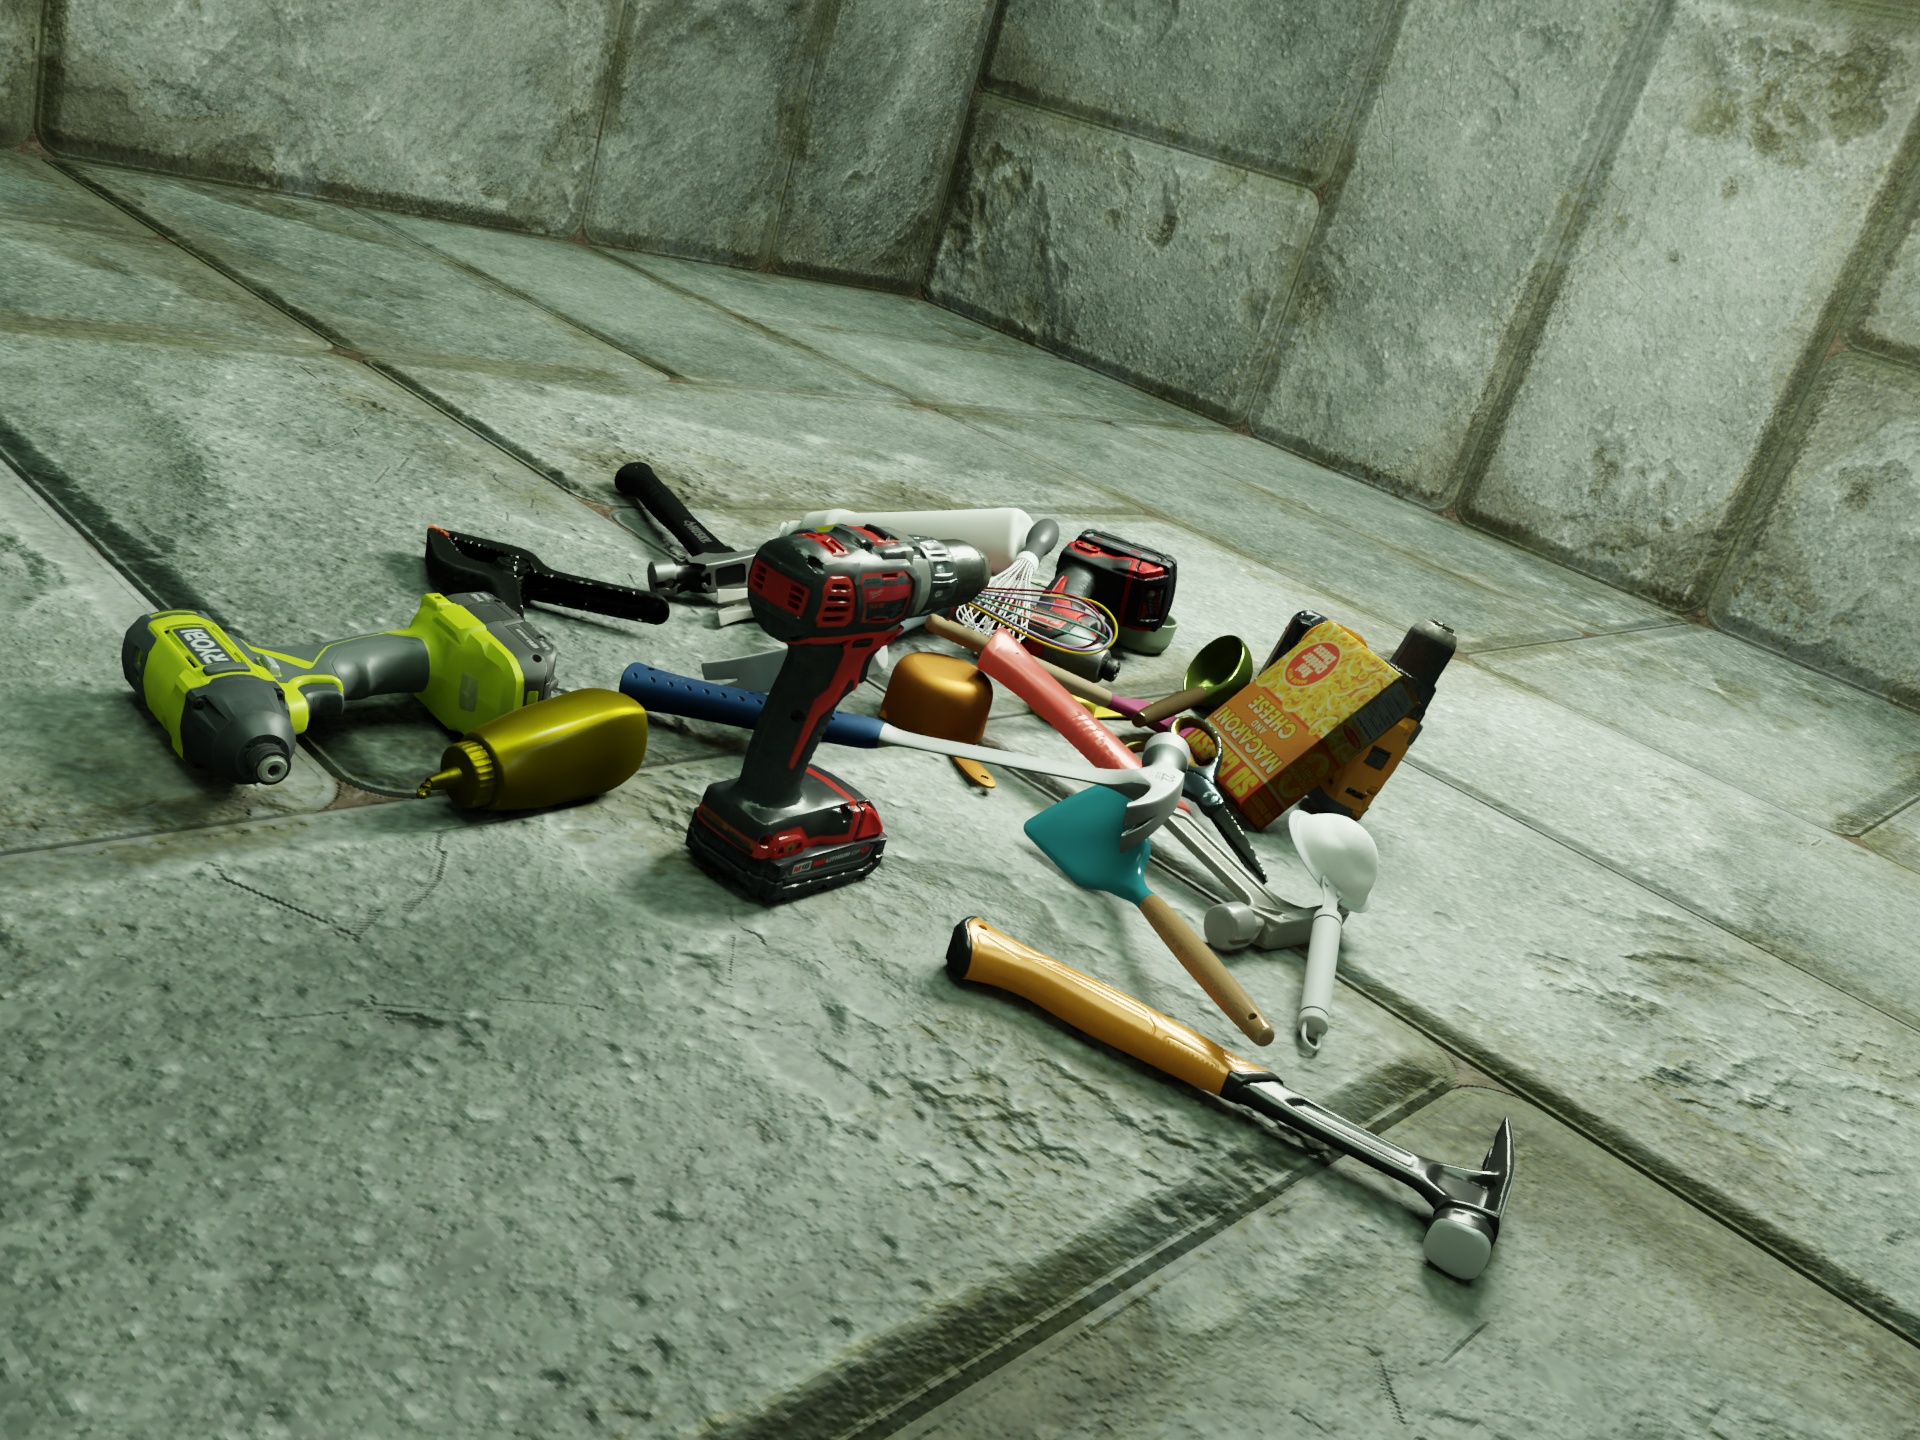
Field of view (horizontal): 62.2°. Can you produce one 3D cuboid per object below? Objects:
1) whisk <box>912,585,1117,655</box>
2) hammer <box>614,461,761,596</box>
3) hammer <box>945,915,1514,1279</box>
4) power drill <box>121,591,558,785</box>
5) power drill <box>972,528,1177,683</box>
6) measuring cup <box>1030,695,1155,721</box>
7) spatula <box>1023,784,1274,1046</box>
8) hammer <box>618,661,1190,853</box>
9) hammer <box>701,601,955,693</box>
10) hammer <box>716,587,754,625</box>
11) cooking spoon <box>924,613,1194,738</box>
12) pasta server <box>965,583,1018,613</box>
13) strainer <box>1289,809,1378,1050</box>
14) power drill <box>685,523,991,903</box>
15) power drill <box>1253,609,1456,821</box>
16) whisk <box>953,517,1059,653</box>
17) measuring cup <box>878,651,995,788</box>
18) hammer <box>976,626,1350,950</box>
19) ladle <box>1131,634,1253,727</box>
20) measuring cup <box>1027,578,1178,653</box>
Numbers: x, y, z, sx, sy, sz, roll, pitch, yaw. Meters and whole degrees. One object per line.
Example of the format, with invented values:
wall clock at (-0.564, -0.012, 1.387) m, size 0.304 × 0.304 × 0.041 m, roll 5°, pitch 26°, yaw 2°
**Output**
whisk at (0.014, -0.105, 1.327) m, size 0.245 × 0.047 × 0.051 m, roll 18°, pitch 5°, yaw 11°
hammer at (-0.267, -0.194, 1.538) m, size 0.146 × 0.035 × 0.335 m, roll -10°, pitch 27°, yaw -23°
hammer at (0.145, 0.193, 0.900) m, size 0.337 × 0.034 × 0.127 m, roll 24°, pitch 22°, yaw 19°
power drill at (-0.371, -0.018, 0.980) m, size 0.223 × 0.080 × 0.171 m, roll -9°, pitch 32°, yaw -43°
power drill at (0.121, -0.103, 1.541) m, size 0.143 × 0.078 × 0.220 m, roll 22°, pitch 35°, yaw 22°
measuring cup at (0.131, -0.019, 1.435) m, size 0.156 × 0.029 × 0.062 m, roll -4°, pitch 29°, yaw -39°
spatula at (0.124, 0.119, 1.009) m, size 0.082 × 0.044 × 0.318 m, roll -25°, pitch 21°, yaw -6°
hammer at (-0.046, 0.014, 1.117) m, size 0.405 × 0.035 × 0.144 m, roll 11°, pitch 23°, yaw 9°
hammer at (-0.087, -0.073, 1.361) m, size 0.143 × 0.038 × 0.386 m, roll -11°, pitch 8°, yaw 15°
hammer at (-0.110, -0.098, 1.283) m, size 0.130 × 0.031 × 0.331 m, roll -8°, pitch 6°, yaw -20°
cooking spoon at (0.106, -0.027, 1.371) m, size 0.318 × 0.017 × 0.069 m, roll 23°, pitch 17°, yaw -26°
pasta server at (0.004, -0.134, 1.487) m, size 0.060 × 0.040 × 0.316 m, roll 6°, pitch -4°, yaw 11°
strainer at (0.251, 0.131, 1.073) m, size 0.087 × 0.050 × 0.259 m, roll 42°, pitch 36°, yaw -12°
power drill at (-0.069, -0.014, 0.984) m, size 0.080 × 0.226 × 0.188 m, roll 30°, pitch 24°, yaw 30°
power drill at (0.351, -0.030, 1.426) m, size 0.084 × 0.185 × 0.226 m, roll 25°, pitch 15°, yaw -15°
whisk at (0.051, -0.131, 1.466) m, size 0.070 × 0.070 × 0.285 m, roll 19°, pitch 30°, yaw 6°
measuring cup at (-0.002, -0.004, 1.261) m, size 0.095 × 0.052 × 0.174 m, roll 7°, pitch 21°, yaw -25°
hammer at (0.136, 0.042, 1.206) m, size 0.149 × 0.036 × 0.359 m, roll -3°, pitch 38°, yaw -42°
ladle at (0.200, -0.030, 1.429) m, size 0.062 × 0.078 × 0.320 m, roll 51°, pitch 23°, yaw 10°
measuring cup at (0.145, -0.111, 1.680) m, size 0.167 × 0.038 × 0.083 m, roll 17°, pitch 20°, yaw 6°
